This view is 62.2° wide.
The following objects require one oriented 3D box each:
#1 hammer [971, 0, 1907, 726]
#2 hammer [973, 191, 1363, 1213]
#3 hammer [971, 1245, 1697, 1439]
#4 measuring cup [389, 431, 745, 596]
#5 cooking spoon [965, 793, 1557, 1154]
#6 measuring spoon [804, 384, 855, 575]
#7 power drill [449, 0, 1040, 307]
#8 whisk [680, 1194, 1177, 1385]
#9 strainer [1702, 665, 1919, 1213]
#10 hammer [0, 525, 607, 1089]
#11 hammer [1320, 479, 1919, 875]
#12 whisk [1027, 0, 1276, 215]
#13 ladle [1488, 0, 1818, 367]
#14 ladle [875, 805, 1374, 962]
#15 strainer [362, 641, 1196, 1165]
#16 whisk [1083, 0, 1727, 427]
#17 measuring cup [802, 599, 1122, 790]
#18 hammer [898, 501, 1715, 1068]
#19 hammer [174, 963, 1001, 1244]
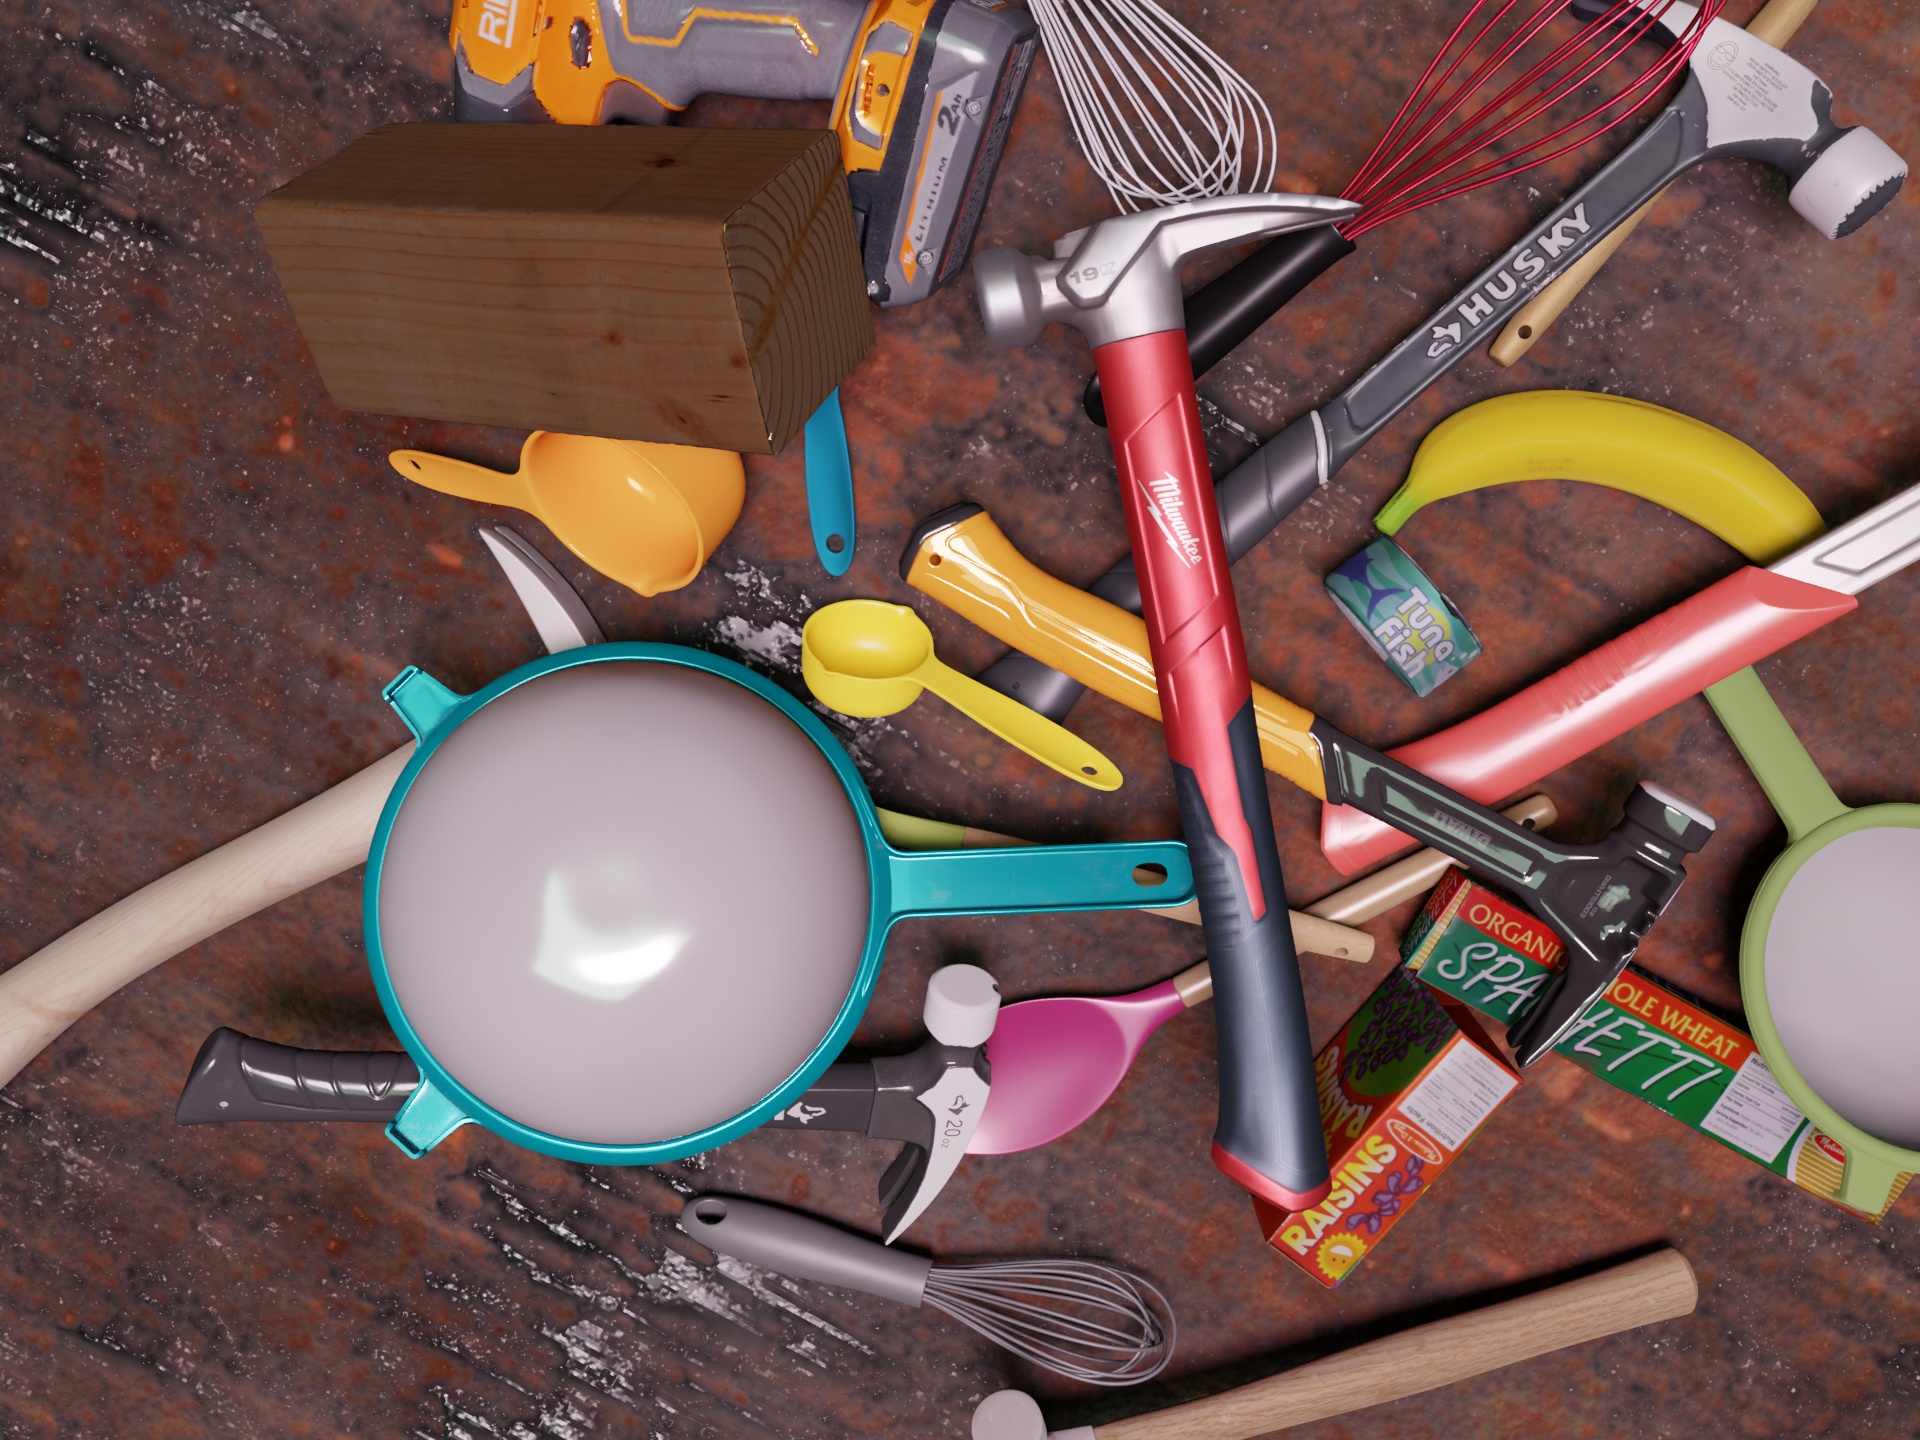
[{"bbox_3d":[0.161,-0.131,0.660,0.409,0.036,0.149,-40,70,13],"label":"hammer"},{"bbox_3d":[0.112,-0.001,0.612,0.143,0.038,0.386,-11,97,8],"label":"hammer"},{"bbox_3d":[0.174,0.303,0.725,0.331,0.031,0.129,-16,134,-2],"label":"hammer"},{"bbox_3d":[-0.171,-0.113,0.690,0.174,0.052,0.095,14,141,26],"label":"measuring cup"},{"bbox_3d":[0.123,0.113,0.725,0.319,0.017,0.068,-28,96,8],"label":"cooking spoon"},{"bbox_3d":[-0.058,-0.128,0.701,0.042,0.021,0.128,0,108,10],"label":"measuring spoon"},{"bbox_3d":[-0.099,-0.250,0.643,0.226,0.084,0.164,23,120,3],"label":"power drill"},{"bbox_3d":[-0.017,0.260,0.745,0.239,0.055,0.055,14,100,6],"label":"whisk"},{"bbox_3d":[0.368,0.068,0.686,0.151,0.069,0.256,-26,78,-8],"label":"strainer"},{"bbox_3d":[-0.337,0.065,0.736,0.410,0.038,0.146,-28,95,8],"label":"hammer"},{"bbox_3d":[0.310,-0.027,0.644,0.359,0.036,0.149,-33,86,19],"label":"hammer"},{"bbox_3d":[0.032,-0.317,0.645,0.070,0.070,0.284,-35,91,8],"label":"whisk"},{"bbox_3d":[0.325,-0.273,0.646,0.069,0.031,0.315,39,101,-1],"label":"ladle"},{"bbox_3d":[0.028,0.052,0.703,0.320,0.062,0.078,15,128,-2],"label":"ladle"},{"bbox_3d":[-0.066,0.066,0.611,0.340,0.095,0.211,-2,84,-4],"label":"strainer"},{"bbox_3d":[0.164,-0.206,0.621,0.296,0.073,0.073,-35,96,28],"label":"whisk"},{"bbox_3d":[-0.001,-0.002,0.677,0.157,0.062,0.029,30,134,19],"label":"measuring cup"},{"bbox_3d":[0.124,0.012,0.651,0.337,0.034,0.127,29,106,2],"label":"hammer"},{"bbox_3d":[-0.156,0.163,0.682,0.334,0.035,0.146,4,123,-11],"label":"hammer"}]
